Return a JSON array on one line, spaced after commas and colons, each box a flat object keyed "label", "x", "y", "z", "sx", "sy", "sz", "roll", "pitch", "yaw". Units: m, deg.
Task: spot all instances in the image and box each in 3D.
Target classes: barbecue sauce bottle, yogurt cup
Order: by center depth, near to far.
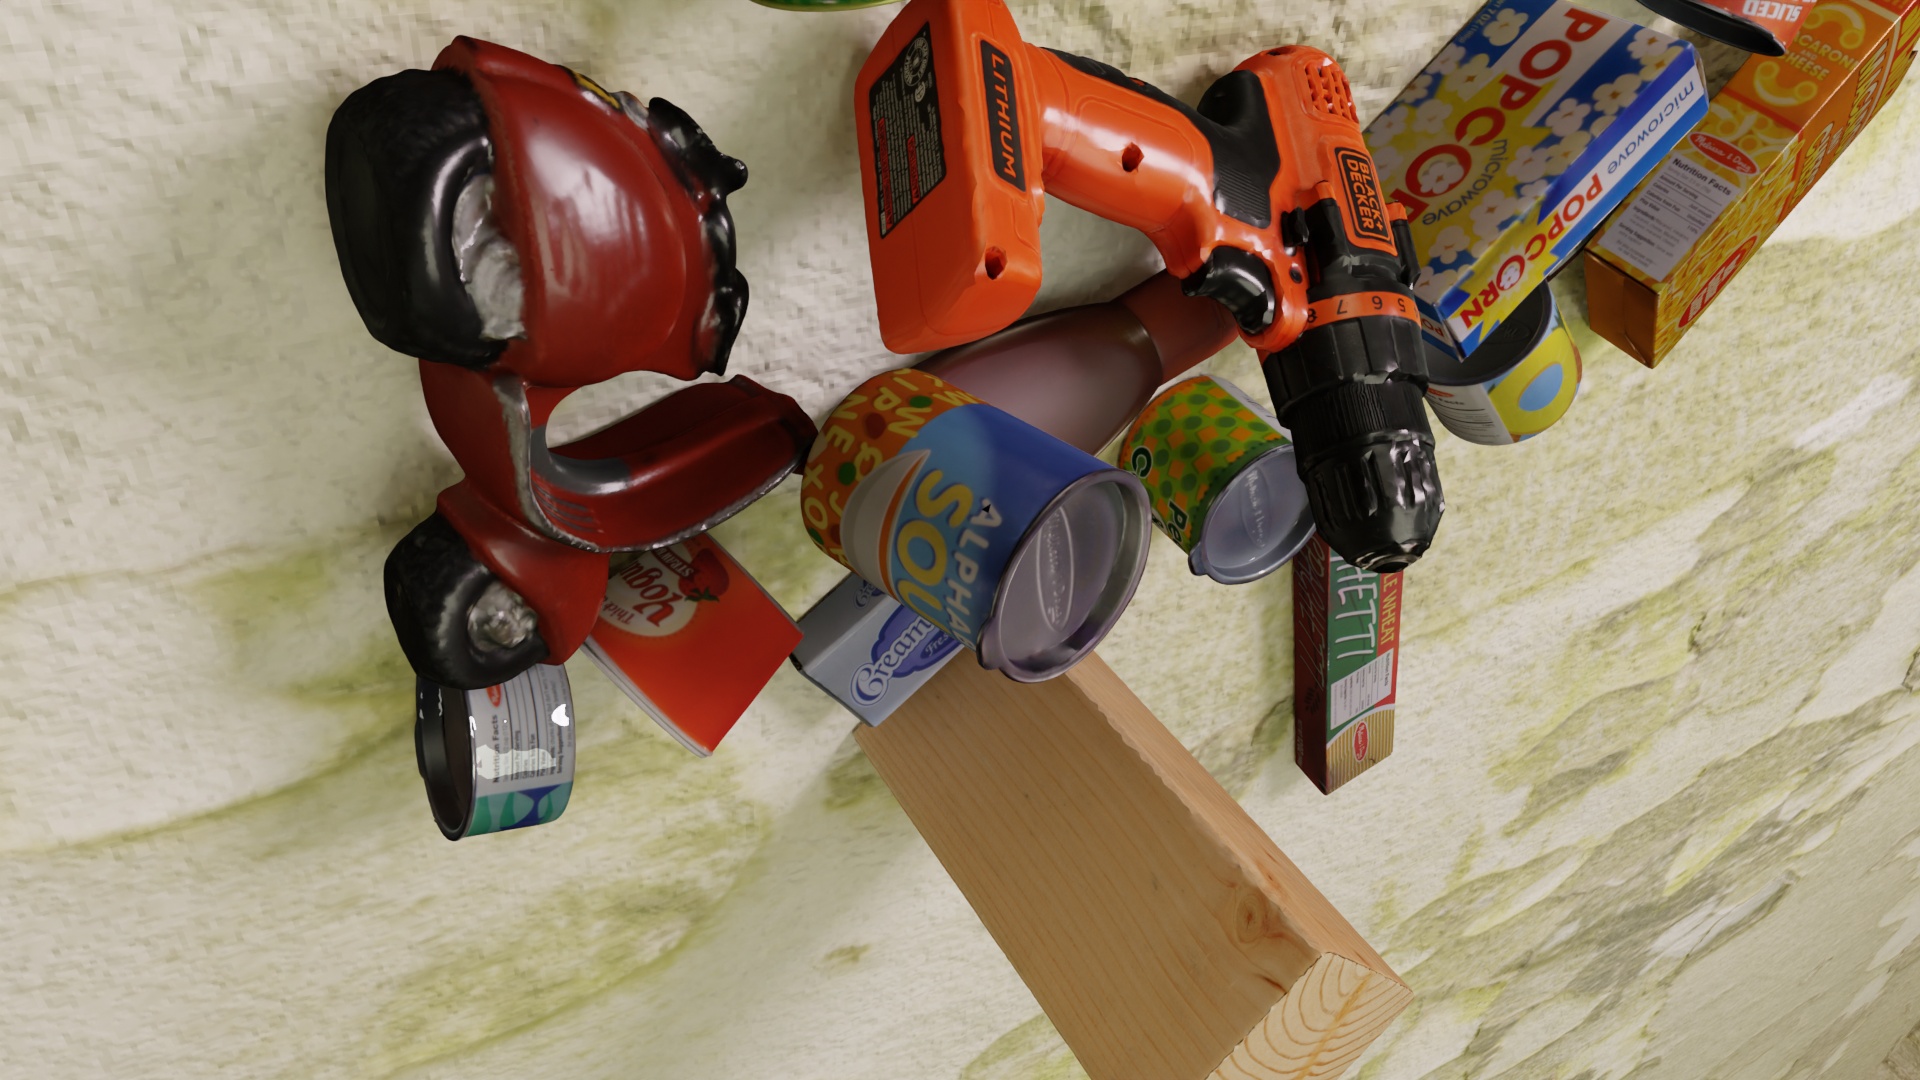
[{"label": "yogurt cup", "x": -0.090, "y": 0.031, "z": 0.462, "sx": 0.054, "sy": 0.072, "sz": 0.072, "roll": -45, "pitch": 138, "yaw": -9}, {"label": "barbecue sauce bottle", "x": 0.031, "y": -0.052, "z": 0.494, "sx": 0.149, "sy": 0.044, "sz": 0.064, "roll": -31, "pitch": 111, "yaw": -14}]

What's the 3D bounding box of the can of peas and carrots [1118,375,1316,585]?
[{"label": "can of peas and carrots", "x": 0.104, "y": -0.023, "z": 0.562, "sx": 0.071, "sy": 0.059, "sz": 0.070, "roll": -19, "pitch": 132, "yaw": -22}]

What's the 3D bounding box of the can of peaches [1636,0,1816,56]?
[{"label": "can of peaches", "x": 0.305, "y": -0.228, "z": 0.537, "sx": 0.071, "sy": 0.071, "sz": 0.058, "roll": 8, "pitch": 117, "yaw": -40}]

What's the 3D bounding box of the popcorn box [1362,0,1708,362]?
[{"label": "popcorn box", "x": 0.197, "y": -0.140, "z": 0.518, "sx": 0.126, "sy": 0.085, "sz": 0.038, "roll": -46, "pitch": 136, "yaw": 5}]

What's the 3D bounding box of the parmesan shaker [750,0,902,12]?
[{"label": "parmesan shaker", "x": -0.034, "y": -0.188, "z": 0.328, "sx": 0.071, "sy": 0.071, "sz": 0.102, "roll": -25, "pitch": 134, "yaw": -18}]

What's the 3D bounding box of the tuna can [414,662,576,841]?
[{"label": "tuna can", "x": -0.149, "y": 0.060, "z": 0.441, "sx": 0.033, "sy": 0.071, "sz": 0.070, "roll": -4, "pitch": 125, "yaw": -34}]

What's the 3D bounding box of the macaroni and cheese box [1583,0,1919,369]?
[{"label": "macaroni and cheese box", "x": 0.351, "y": -0.166, "z": 0.617, "sx": 0.166, "sy": 0.040, "sz": 0.123, "roll": -51, "pitch": 155, "yaw": 10}]

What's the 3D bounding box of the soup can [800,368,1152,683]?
[{"label": "soup can", "x": 0.001, "y": -0.005, "z": 0.408, "sx": 0.072, "sy": 0.084, "sz": 0.071, "roll": -30, "pitch": 135, "yaw": -35}]

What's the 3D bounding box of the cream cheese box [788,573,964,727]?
[{"label": "cream cheese box", "x": -0.014, "y": 0.022, "z": 0.537, "sx": 0.104, "sy": 0.024, "sz": 0.053, "roll": -42, "pitch": 137, "yaw": 0}]

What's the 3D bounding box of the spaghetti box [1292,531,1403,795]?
[{"label": "spaghetti box", "x": 0.195, "y": 0.037, "z": 0.697, "sx": 0.050, "sy": 0.029, "sz": 0.248, "roll": -28, "pitch": 135, "yaw": -15}]

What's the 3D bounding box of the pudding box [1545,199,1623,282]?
[{"label": "pudding box", "x": 0.245, "y": -0.154, "z": 0.582, "sx": 0.049, "sy": 0.030, "sz": 0.083, "roll": -44, "pitch": 137, "yaw": 3}]

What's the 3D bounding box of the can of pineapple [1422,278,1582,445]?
[{"label": "can of pineapple", "x": 0.229, "y": -0.083, "z": 0.600, "sx": 0.071, "sy": 0.071, "sz": 0.058, "roll": -48, "pitch": 137, "yaw": 6}]
